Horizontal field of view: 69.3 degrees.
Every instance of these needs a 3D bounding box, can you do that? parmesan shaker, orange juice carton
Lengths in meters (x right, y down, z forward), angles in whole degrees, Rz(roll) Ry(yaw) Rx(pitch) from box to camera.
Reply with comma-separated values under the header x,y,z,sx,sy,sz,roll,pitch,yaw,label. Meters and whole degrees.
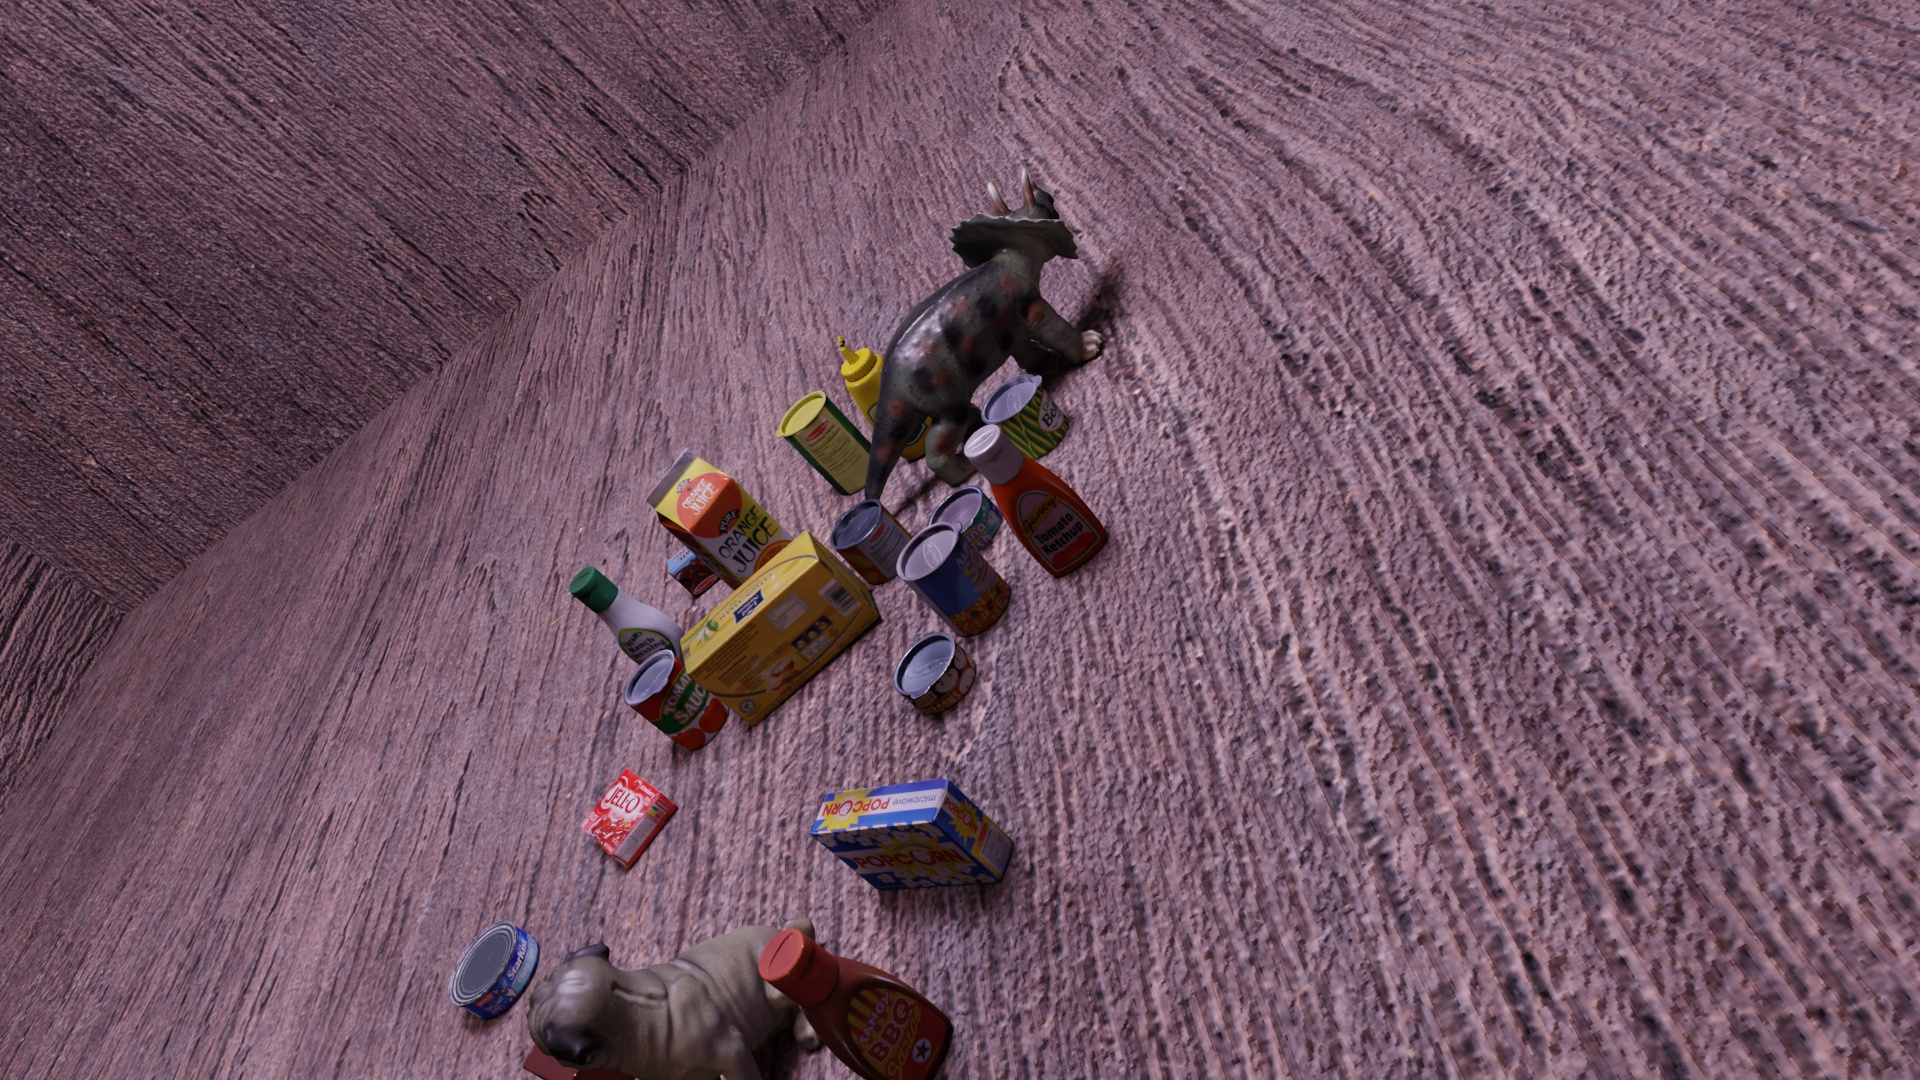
x,y,z,sx,sy,sz,roll,pitch,yaw,label
-0.145,-0.105,1.535,0.071,0.103,0.072,-29,33,22,parmesan shaker
-0.237,-0.007,1.432,0.073,0.192,0.072,11,60,54,orange juice carton

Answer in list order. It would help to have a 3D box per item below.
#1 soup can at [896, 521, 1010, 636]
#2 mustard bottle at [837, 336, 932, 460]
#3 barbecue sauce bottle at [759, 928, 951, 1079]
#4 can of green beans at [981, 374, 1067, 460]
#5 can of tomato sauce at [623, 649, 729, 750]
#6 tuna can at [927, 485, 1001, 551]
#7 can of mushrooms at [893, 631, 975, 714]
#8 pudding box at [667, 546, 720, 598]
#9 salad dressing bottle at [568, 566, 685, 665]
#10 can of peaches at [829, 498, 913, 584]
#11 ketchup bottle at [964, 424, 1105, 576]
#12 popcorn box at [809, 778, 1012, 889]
x,y,z,sx,sy,sz,roll,pitch,yaw,label
-0.003,0.033,1.225,0.071,0.083,0.072,-29,33,22,soup can
-0.083,-0.155,1.471,0.065,0.160,0.049,-30,33,20,mustard bottle
-0.070,0.304,0.903,0.043,0.148,0.065,0,51,49,barbecue sauce bottle
0.063,-0.120,1.363,0.071,0.057,0.071,-29,33,22,can of green beans
-0.281,0.160,1.381,0.071,0.083,0.071,-29,33,22,can of tomato sauce
0.005,-0.017,1.326,0.071,0.032,0.071,-29,34,22,tuna can
-0.023,0.116,1.193,0.071,0.033,0.071,-29,34,22,can of mushrooms
-0.290,0.020,1.597,0.083,0.049,0.030,-40,31,4,pudding box
-0.356,0.086,1.495,0.064,0.147,0.044,-29,34,22,salad dressing bottle
-0.088,0.001,1.385,0.071,0.058,0.071,-29,33,22,can of peaches
0.060,-0.036,1.176,0.064,0.148,0.044,-38,31,9,ketchup bottle
-0.036,0.220,1.031,0.126,0.085,0.038,-15,41,38,popcorn box
